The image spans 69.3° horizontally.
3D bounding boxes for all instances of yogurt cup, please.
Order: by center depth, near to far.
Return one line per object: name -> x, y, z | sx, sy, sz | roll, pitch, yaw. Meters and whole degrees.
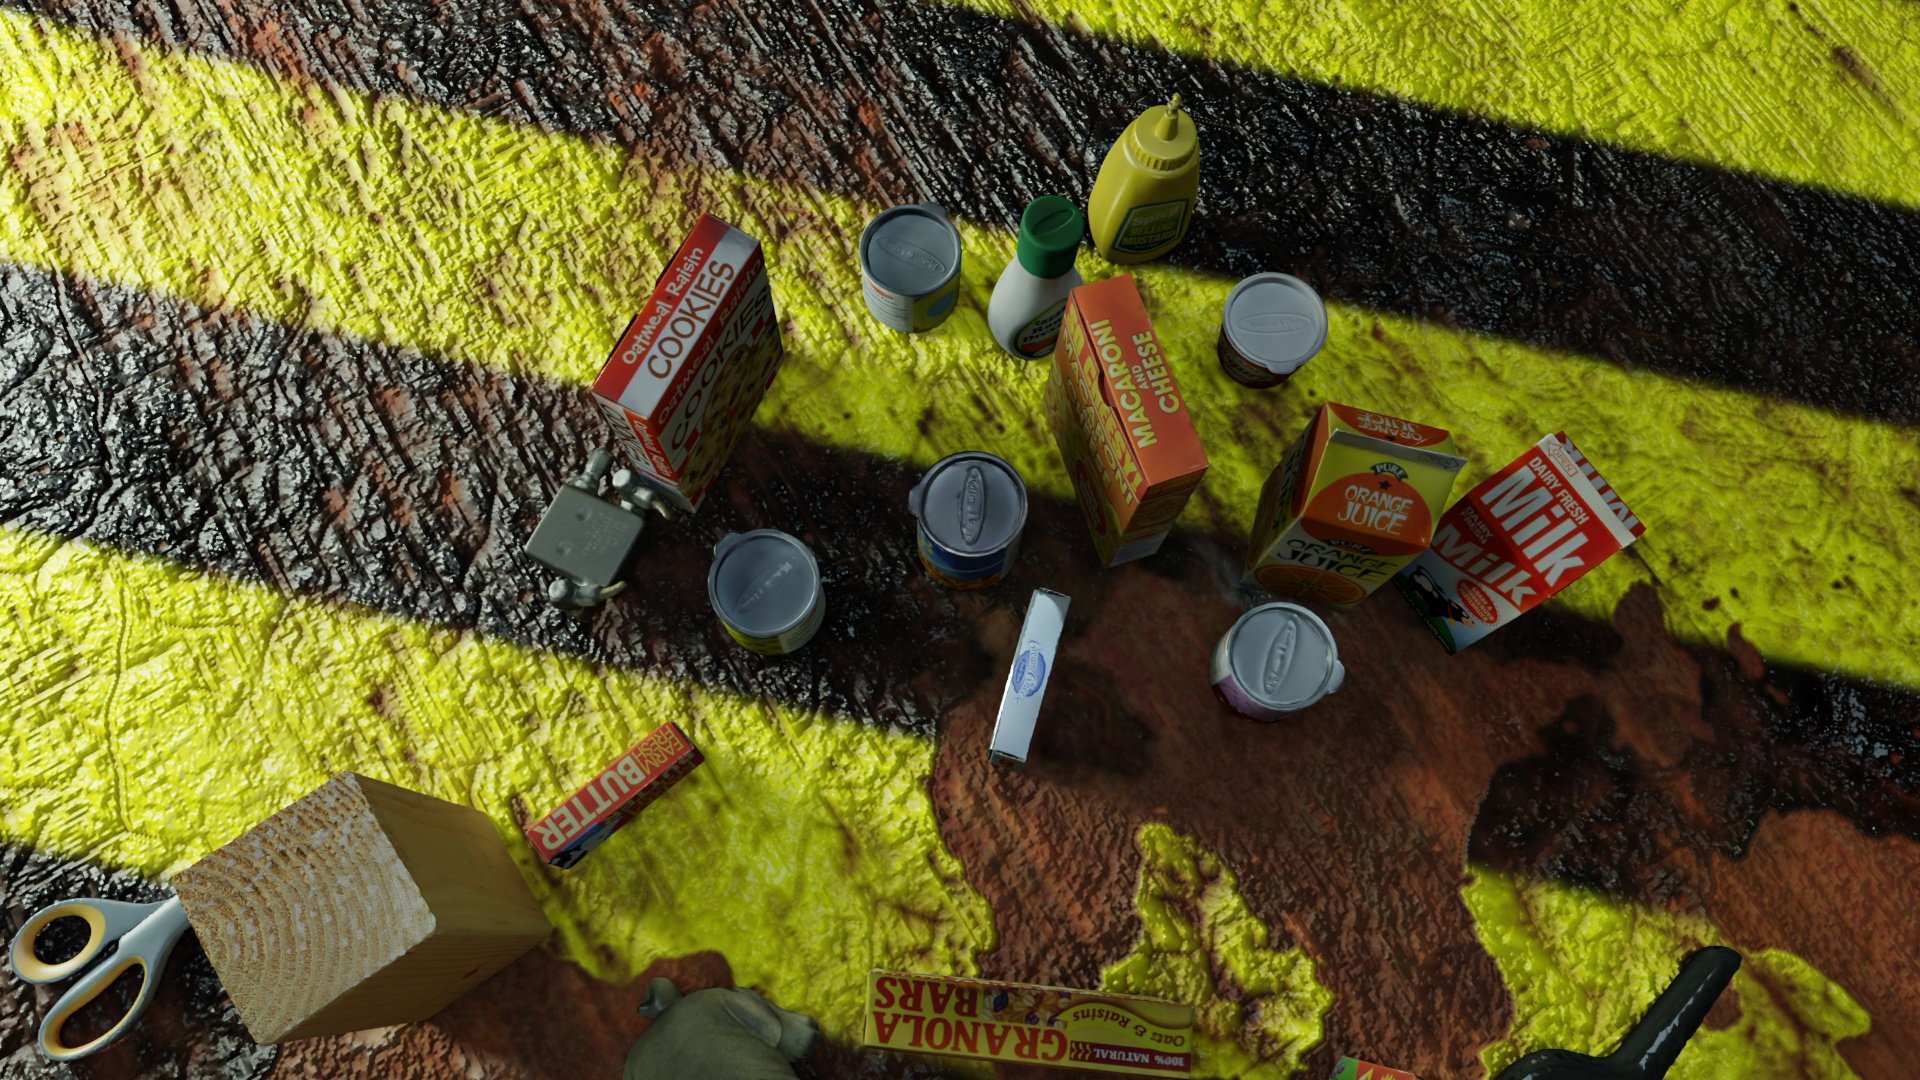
yogurt cup -> 0.201, -0.134, 0.912 | 0.072, 0.053, 0.072 | 1, 73, -2

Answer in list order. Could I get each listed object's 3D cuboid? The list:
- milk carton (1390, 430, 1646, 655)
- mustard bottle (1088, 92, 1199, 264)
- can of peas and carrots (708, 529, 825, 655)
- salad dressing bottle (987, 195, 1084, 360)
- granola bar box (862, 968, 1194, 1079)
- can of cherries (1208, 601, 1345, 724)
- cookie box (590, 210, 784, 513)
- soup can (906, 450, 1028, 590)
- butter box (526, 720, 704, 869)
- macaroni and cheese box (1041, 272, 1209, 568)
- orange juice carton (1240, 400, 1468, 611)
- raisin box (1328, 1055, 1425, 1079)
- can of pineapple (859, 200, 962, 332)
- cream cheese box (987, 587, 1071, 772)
milk carton -> 0.322, 0.000, 0.804 | 0.073, 0.190, 0.072 | -32, 77, -11
mustard bottle -> 0.121, -0.232, 0.883 | 0.065, 0.159, 0.049 | -12, 74, -5
can of peas and carrots -> -0.118, 0.031, 0.846 | 0.071, 0.058, 0.071 | 1, 73, -2
salad dressing bottle -> 0.050, -0.162, 0.866 | 0.064, 0.147, 0.044 | -30, 77, -10
granola bar box -> 0.032, 0.259, 0.748 | 0.166, 0.124, 0.039 | 6, 73, 0
can of cherries -> 0.191, 0.077, 0.844 | 0.071, 0.058, 0.071 | 1, 73, -2
cookie box -> -0.157, -0.100, 0.829 | 0.040, 0.167, 0.123 | 26, 74, 6
soup can -> 0.003, -0.011, 0.851 | 0.071, 0.083, 0.071 | 1, 73, -2
butter box -> -0.199, 0.148, 0.810 | 0.104, 0.053, 0.024 | -39, 78, -12
macaroni and cheese box -> 0.092, -0.065, 0.827 | 0.040, 0.166, 0.124 | -17, 75, -7
orange juice carton -> 0.224, -0.022, 0.806 | 0.072, 0.192, 0.073 | 15, 74, 3
raisin box -> 0.217, 0.325, 0.734 | 0.040, 0.123, 0.086 | 32, 75, 7
can of pineapple -> -0.031, -0.179, 0.915 | 0.071, 0.057, 0.071 | 1, 73, -2
cream cheese box -> 0.041, 0.085, 0.838 | 0.024, 0.053, 0.104 | 16, 73, 3
